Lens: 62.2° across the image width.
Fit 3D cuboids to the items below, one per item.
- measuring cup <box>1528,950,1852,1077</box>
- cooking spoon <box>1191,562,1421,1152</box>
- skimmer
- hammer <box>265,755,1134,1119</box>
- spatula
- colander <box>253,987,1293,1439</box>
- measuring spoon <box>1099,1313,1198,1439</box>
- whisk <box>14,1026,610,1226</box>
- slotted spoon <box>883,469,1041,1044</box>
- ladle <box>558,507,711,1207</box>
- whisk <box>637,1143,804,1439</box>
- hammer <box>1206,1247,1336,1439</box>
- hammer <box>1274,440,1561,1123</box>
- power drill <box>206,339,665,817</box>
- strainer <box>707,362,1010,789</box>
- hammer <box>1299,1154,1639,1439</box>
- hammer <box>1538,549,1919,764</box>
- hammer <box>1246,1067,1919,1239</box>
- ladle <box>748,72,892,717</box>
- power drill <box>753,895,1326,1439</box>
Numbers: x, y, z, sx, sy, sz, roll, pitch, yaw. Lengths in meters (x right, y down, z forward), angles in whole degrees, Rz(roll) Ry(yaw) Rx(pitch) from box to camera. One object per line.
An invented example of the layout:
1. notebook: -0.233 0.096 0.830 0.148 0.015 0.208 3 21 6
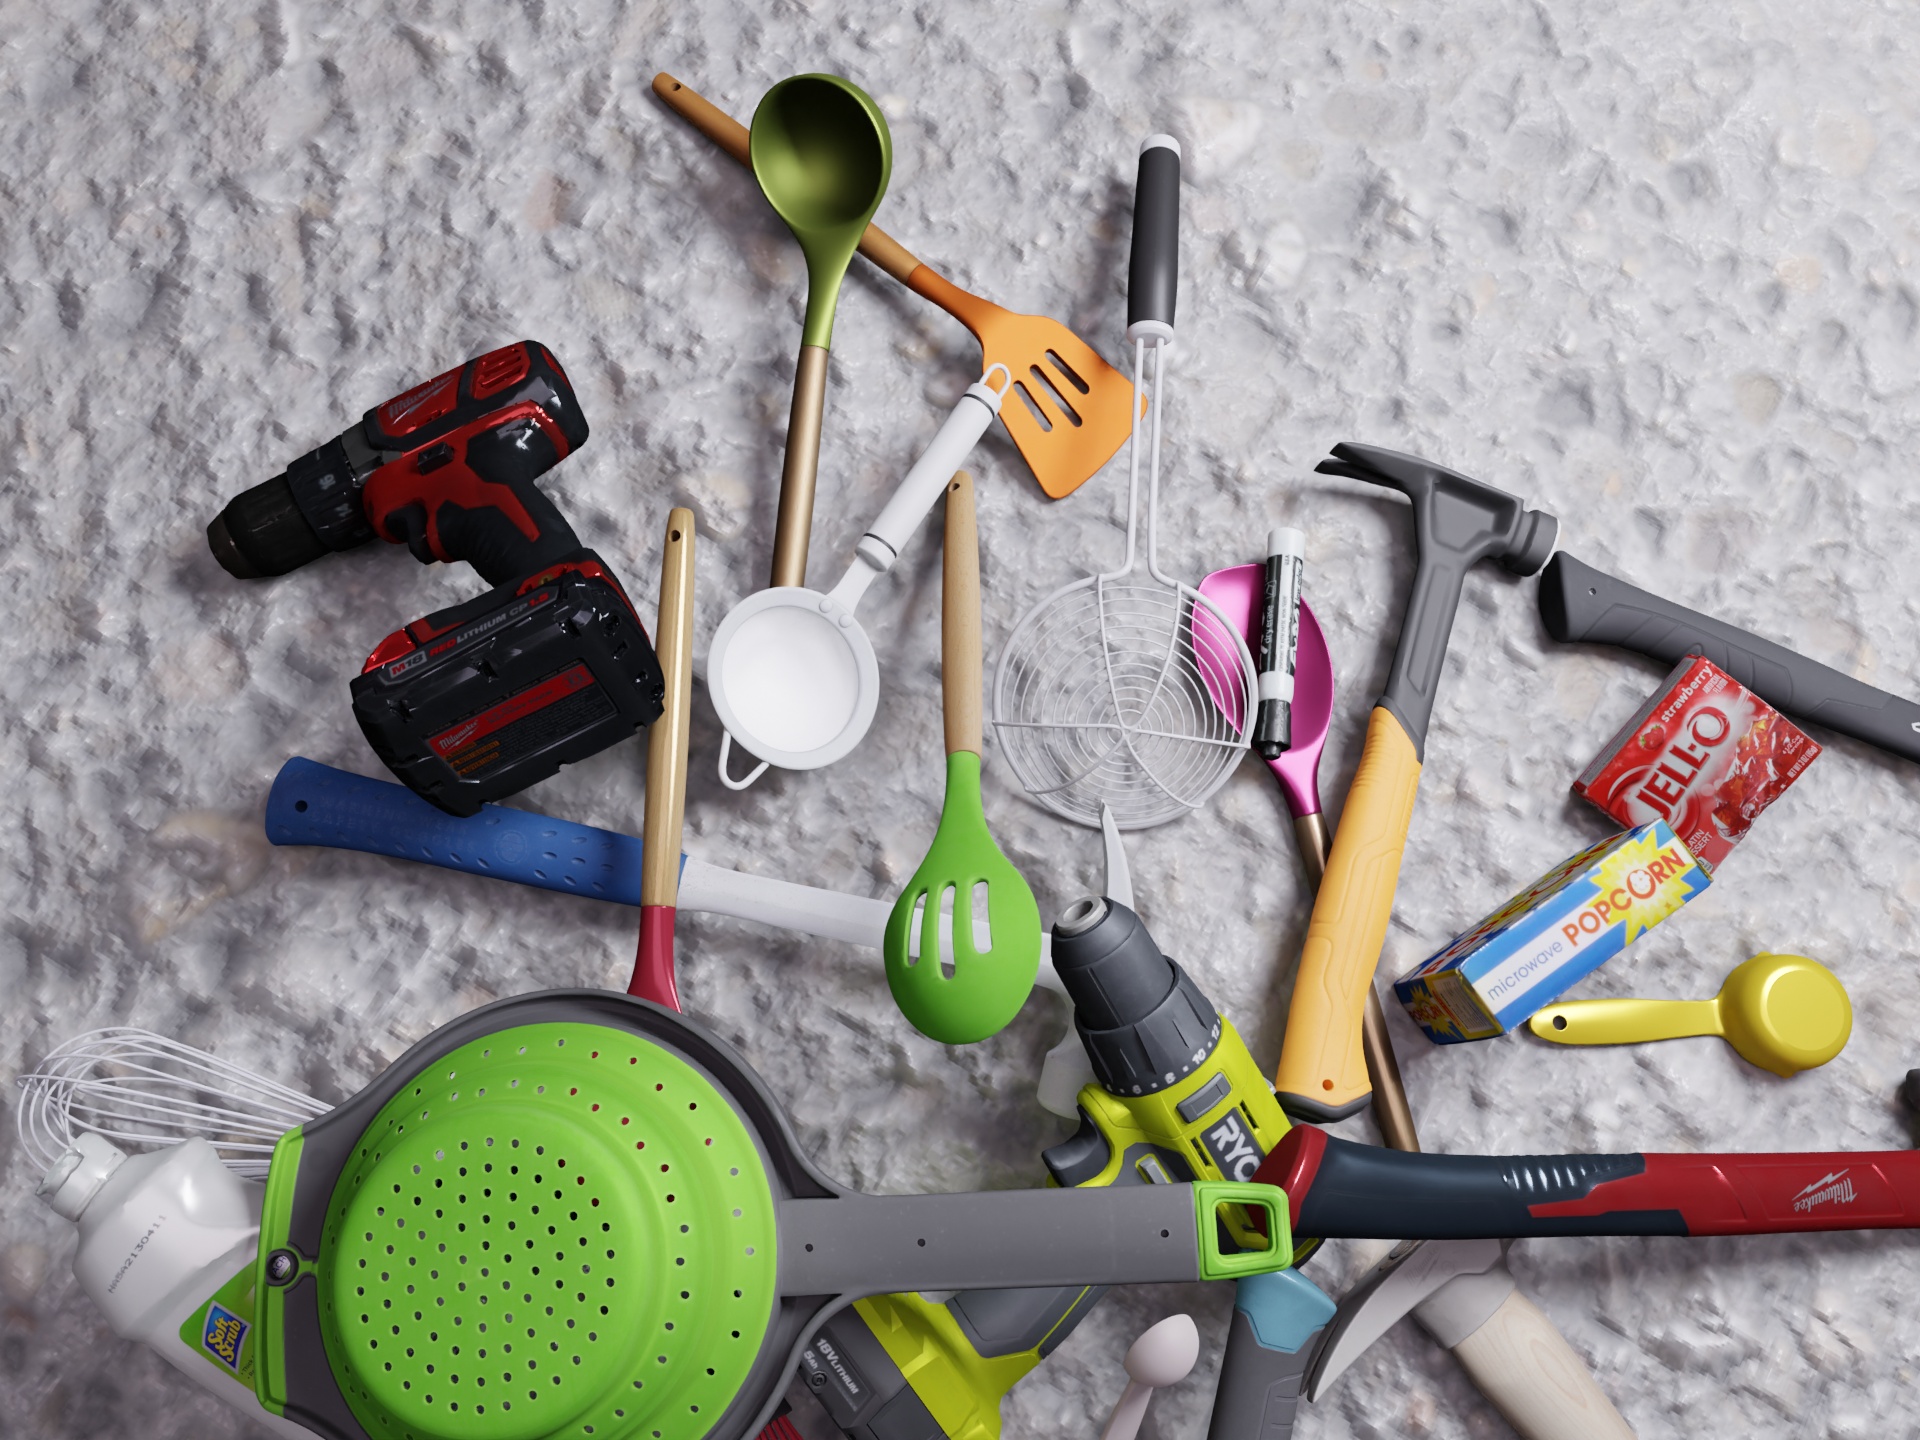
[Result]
1. measuring cup: 0.353 0.142 0.765 0.156 0.029 0.062 -1 75 -6
2. cooking spoon: 0.176 0.072 0.778 0.068 0.017 0.319 -11 76 -9
3. skimmer: 0.090 -0.129 0.810 0.127 0.090 0.363 5 68 2
4. hammer: -0.117 0.072 0.737 0.405 0.035 0.144 12 92 2
5. spatula: -0.043 -0.244 0.845 0.323 0.041 0.081 40 73 11
6. colander: -0.075 0.192 0.571 0.397 0.094 0.205 -3 75 1
7. measuring spoon: 0.075 0.299 0.671 0.034 0.124 0.018 -5 34 -34
8. whisk: -0.267 0.187 0.700 0.284 0.070 0.070 12 75 -6
9. slotted spoon: -0.001 -0.002 0.724 0.070 0.031 0.314 -14 50 17
10. ladle: -0.133 0.056 0.701 0.069 0.031 0.315 -1 77 10
11. whisk: -0.069 0.306 0.650 0.073 0.073 0.296 -29 71 -11
12. hammer: 0.101 0.385 0.651 0.128 0.033 0.331 13 86 -1
13. hammer: 0.199 0.025 0.767 0.127 0.034 0.337 20 71 -6
14. power drill: -0.244 -0.067 0.725 0.188 0.080 0.227 -26 52 -3
15. strainer: -0.045 -0.073 0.766 0.086 0.050 0.258 39 73 -19
16. hammer: 0.328 0.398 0.694 0.146 0.038 0.411 -39 81 -11
17. hammer: 0.456 -0.012 0.812 0.335 0.035 0.146 23 75 2
18. hammer: 0.307 0.224 0.697 0.386 0.038 0.143 4 75 -16
19. ladle: -0.082 -0.162 0.787 0.078 0.062 0.320 3 83 26
20. power drill: 0.030 0.202 0.674 0.228 0.080 0.190 -35 108 -10
